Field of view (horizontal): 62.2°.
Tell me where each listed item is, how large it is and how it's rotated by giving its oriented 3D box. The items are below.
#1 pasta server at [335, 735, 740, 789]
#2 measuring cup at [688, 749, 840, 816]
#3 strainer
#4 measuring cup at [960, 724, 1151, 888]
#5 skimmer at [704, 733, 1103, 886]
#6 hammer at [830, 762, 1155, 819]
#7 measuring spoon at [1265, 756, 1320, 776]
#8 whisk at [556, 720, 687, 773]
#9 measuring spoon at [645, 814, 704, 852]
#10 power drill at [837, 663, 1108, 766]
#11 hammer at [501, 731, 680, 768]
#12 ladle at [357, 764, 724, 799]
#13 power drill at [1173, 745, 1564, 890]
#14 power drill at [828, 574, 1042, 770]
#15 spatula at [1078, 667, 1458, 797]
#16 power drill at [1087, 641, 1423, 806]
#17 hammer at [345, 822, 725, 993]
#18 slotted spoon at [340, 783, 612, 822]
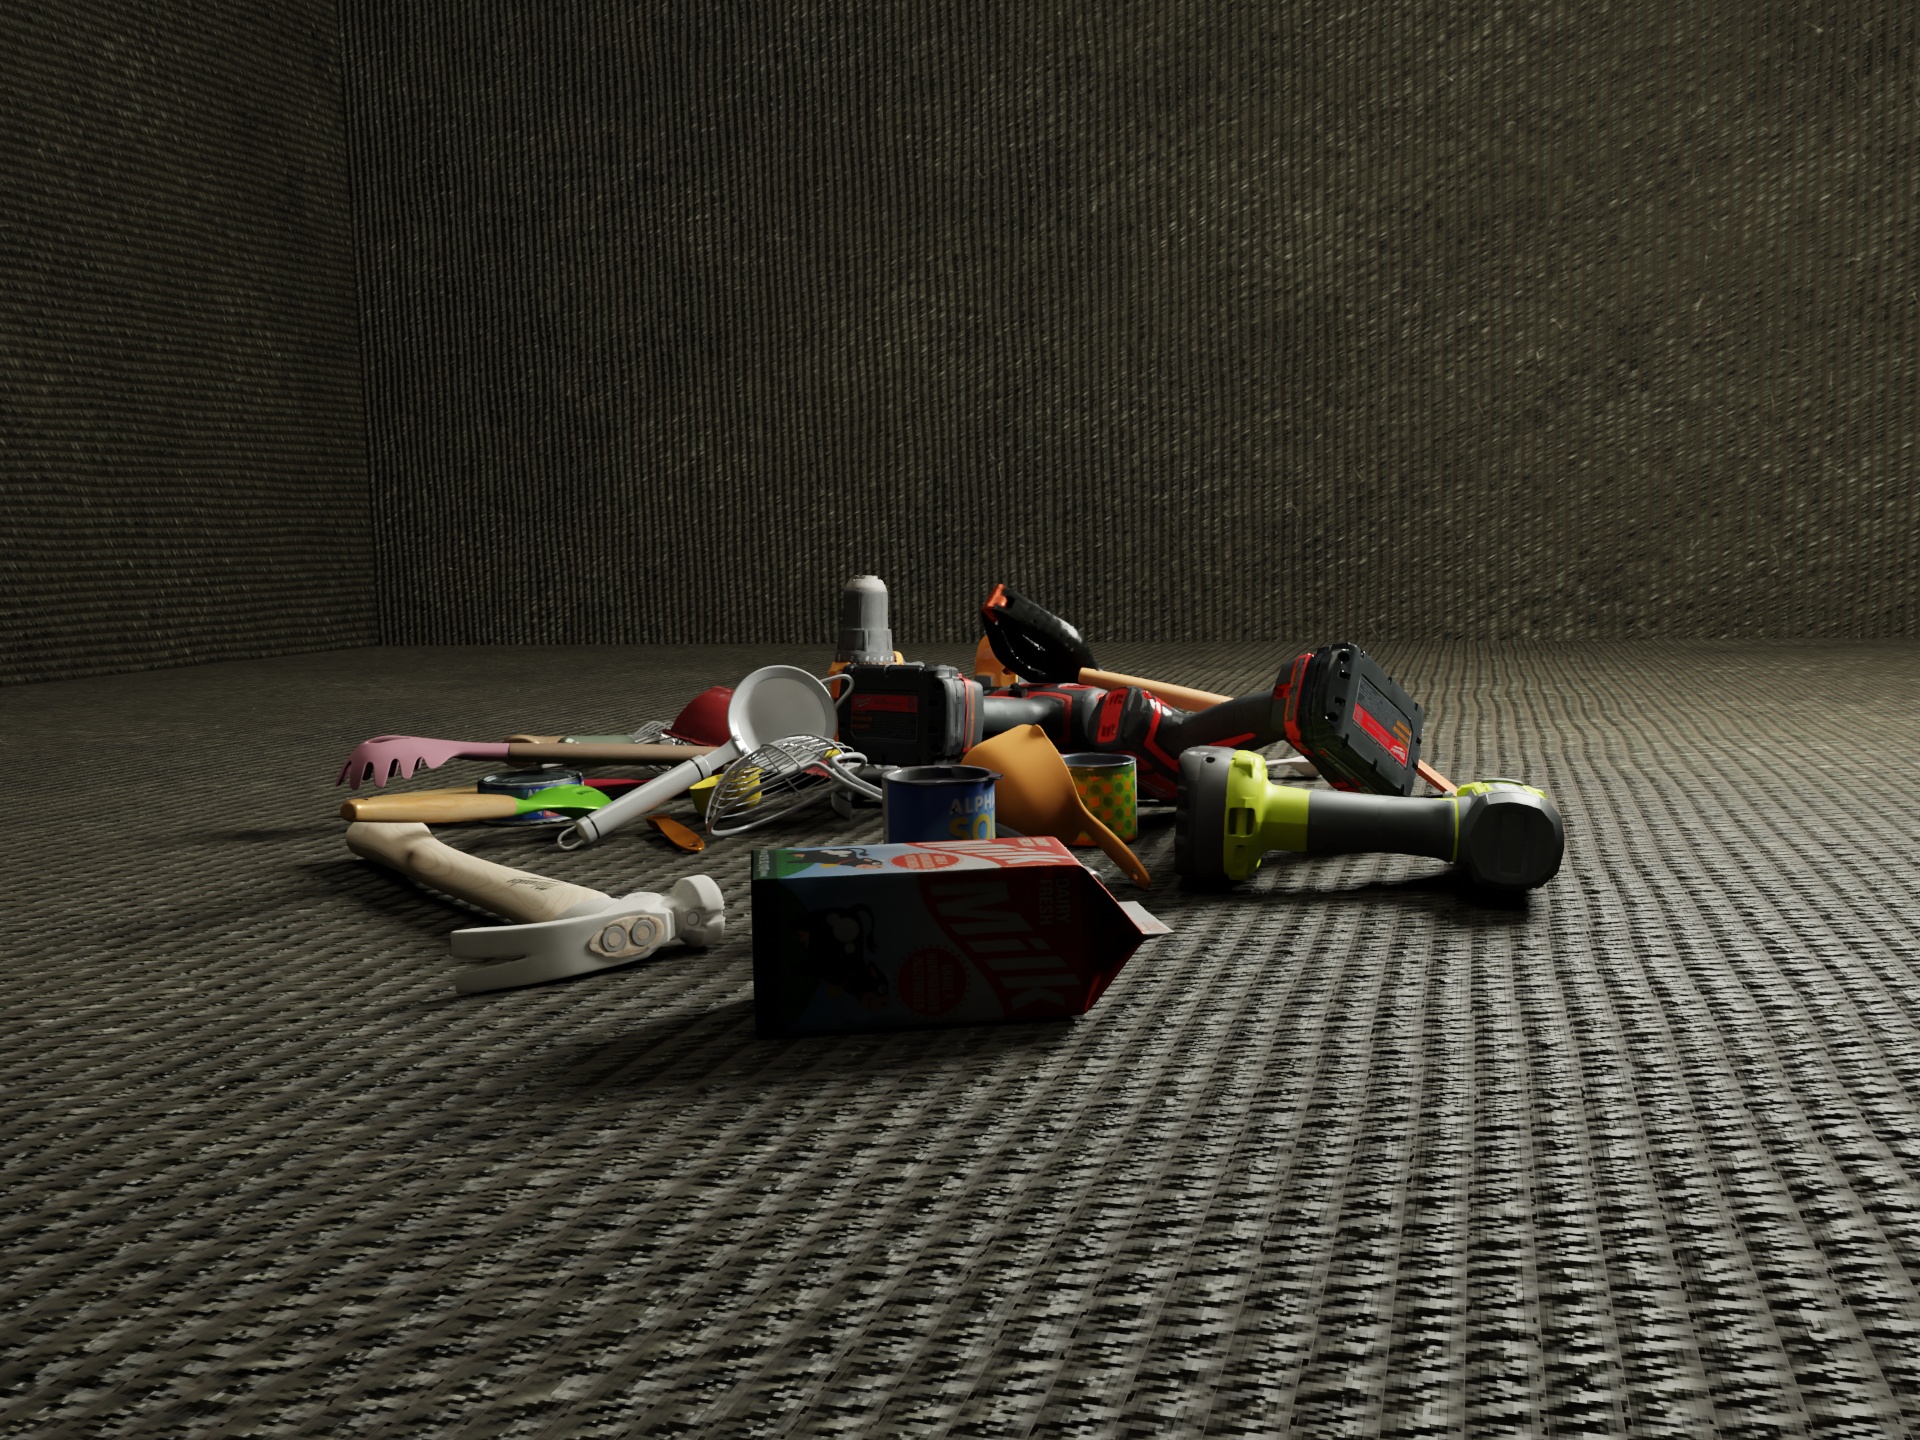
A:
[{"bbox_3d":[-0.338,0.034,1.289,0.316,0.040,0.060,1,6,-12],"label":"pasta server"},{"bbox_3d":[-0.144,0.049,1.303,0.156,0.029,0.062,-14,7,-21],"label":"measuring cup"},{"bbox_3d":[-0.193,0.032,1.212,0.258,0.087,0.050,-30,-4,-27],"label":"strainer"},{"bbox_3d":[0.056,0.070,1.032,0.052,0.095,0.174,-21,35,-21],"label":"measuring cup"},{"bbox_3d":[-0.042,0.083,1.073,0.127,0.090,0.363,-16,25,-39],"label":"skimmer"},{"bbox_3d":[0.056,0.052,1.300,0.335,0.035,0.146,0,6,8],"label":"hammer"},{"bbox_3d":[0.266,0.047,1.410,0.124,0.018,0.034,-7,5,10],"label":"measuring spoon"},{"bbox_3d":[-0.302,0.024,1.444,0.058,0.059,0.246,-39,-9,11],"label":"whisk"},{"bbox_3d":[-0.212,0.086,1.184,0.021,0.011,0.117,-4,11,-25],"label":"measuring spoon"},{"bbox_3d":[-0.002,-0.004,1.330,0.188,0.080,0.226,3,1,41],"label":"power drill"},{"bbox_3d":[-0.360,0.027,1.478,0.130,0.031,0.331,-4,-1,3],"label":"hammer"},{"bbox_3d":[-0.358,0.059,1.370,0.315,0.031,0.069,-5,-2,-13],"label":"ladle"},{"bbox_3d":[0.254,0.062,1.002,0.223,0.080,0.171,4,3,15],"label":"power drill"},{"bbox_3d":[-0.023,-0.045,1.526,0.226,0.185,0.084,-2,4,-32],"label":"power drill"},{"bbox_3d":[0.251,0.007,1.288,0.322,0.041,0.081,13,9,10],"label":"spatula"},{"bbox_3d":[0.215,0.019,1.159,0.220,0.079,0.143,-10,-36,45],"label":"power drill"},{"bbox_3d":[-0.308,0.099,0.976,0.146,0.038,0.411,-8,9,-37],"label":"hammer"},{"bbox_3d":[-0.328,0.060,1.112,0.070,0.031,0.313,6,-1,16],"label":"slotted spoon"}]
